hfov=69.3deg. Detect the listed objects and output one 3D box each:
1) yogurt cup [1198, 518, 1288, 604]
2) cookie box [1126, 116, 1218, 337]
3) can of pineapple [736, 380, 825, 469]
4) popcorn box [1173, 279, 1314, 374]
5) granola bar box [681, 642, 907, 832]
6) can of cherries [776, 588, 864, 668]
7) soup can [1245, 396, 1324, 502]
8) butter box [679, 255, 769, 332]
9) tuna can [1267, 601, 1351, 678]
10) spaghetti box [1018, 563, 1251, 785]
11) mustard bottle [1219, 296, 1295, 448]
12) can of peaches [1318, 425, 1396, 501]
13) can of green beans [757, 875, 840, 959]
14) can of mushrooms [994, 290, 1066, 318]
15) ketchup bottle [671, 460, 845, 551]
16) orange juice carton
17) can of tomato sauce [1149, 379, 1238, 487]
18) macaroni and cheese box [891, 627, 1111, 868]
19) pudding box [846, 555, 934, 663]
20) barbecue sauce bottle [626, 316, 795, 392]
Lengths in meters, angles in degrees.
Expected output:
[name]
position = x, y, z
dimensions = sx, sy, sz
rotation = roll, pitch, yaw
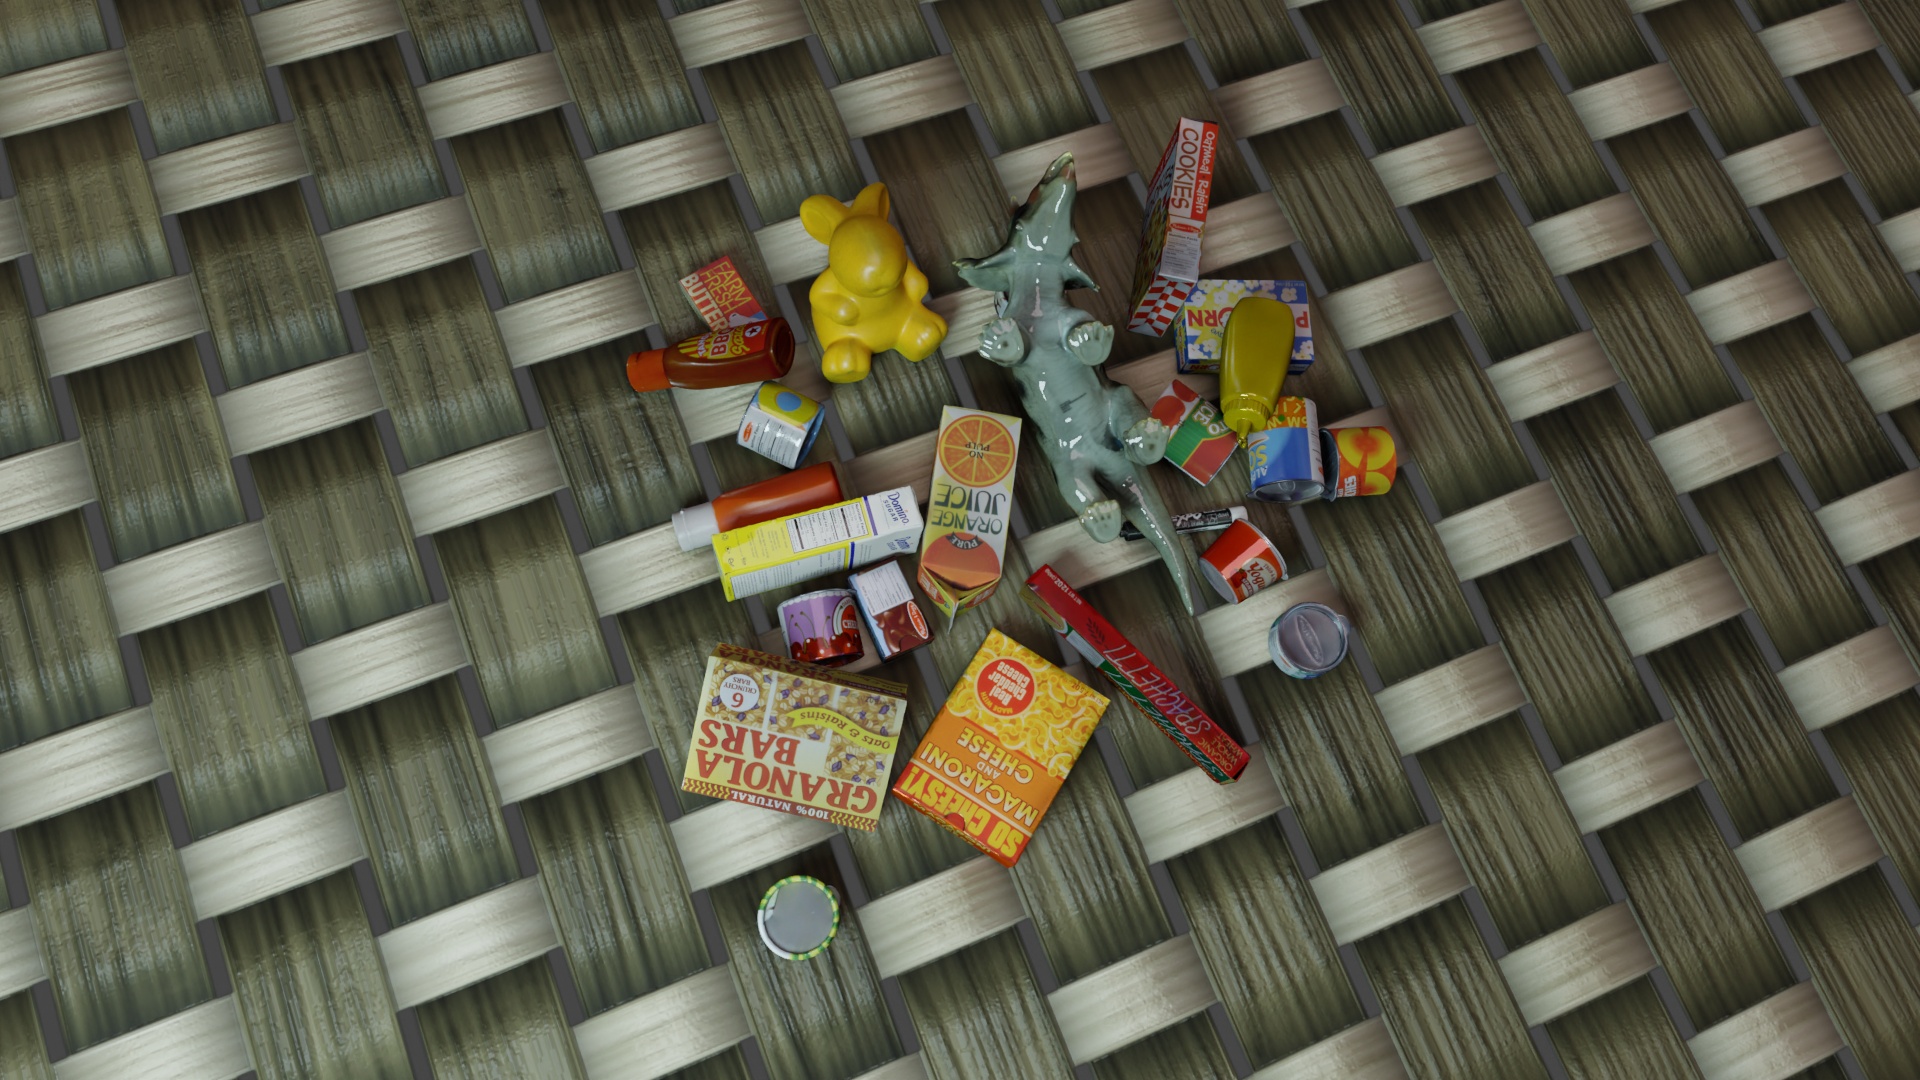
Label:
[yogurt cup]
position = 0.253, 0.021, 1.259
dimensions = 0.054, 0.072, 0.072
rotation = -38, 81, -7
[cookie box]
position = 0.201, -0.295, 1.314
dimensions = 0.040, 0.122, 0.168
rotation = 12, 73, -4
[can of pineapple]
position = -0.160, -0.105, 1.250
dimensions = 0.058, 0.071, 0.071
rotation = 26, 73, 1
[popcorn box]
position = 0.272, -0.206, 1.340
dimensions = 0.127, 0.038, 0.085
rotation = 0, 74, -6
[granola bar box]
position = -0.137, 0.164, 1.159
dimensions = 0.166, 0.039, 0.124
rotation = 13, 104, -2
[can of cherries]
position = -0.118, 0.078, 1.198
dimensions = 0.071, 0.071, 0.058
rotation = -11, 76, -9
[soup can]
position = 0.299, -0.084, 1.294
dimensions = 0.071, 0.071, 0.084
rotation = 0, 73, -6
[butter box]
position = -0.214, -0.211, 1.296
dimensions = 0.053, 0.024, 0.103
rotation = -31, 79, -13
[tuna can]
position = 0.317, 0.090, 1.261
dimensions = 0.071, 0.032, 0.071
rotation = 2, 74, -6
[spaghetti box]
position = 0.152, 0.119, 1.226
dimensions = 0.250, 0.050, 0.029
rotation = 43, 76, 7
[mustard bottle]
position = 0.264, -0.148, 1.263
dimensions = 0.065, 0.048, 0.161
rotation = 12, 61, 8
[can of peaches]
position = 0.367, -0.072, 1.297
dimensions = 0.058, 0.071, 0.071
rotation = -4, 75, -8
[can of green beans]
position = -0.132, 0.308, 1.135
dimensions = 0.071, 0.057, 0.071
rotation = 2, 74, -6
[can of mushrooms]
position = 0.067, -0.237, 1.330
dimensions = 0.071, 0.033, 0.071
rotation = 1, 74, -5
[ketchup bottle]
position = -0.178, -0.029, 1.229
dimensions = 0.149, 0.065, 0.043
rotation = -17, 108, -3
[orange juice carton]
position = 0.004, -0.016, 1.238
dimensions = 0.073, 0.071, 0.193
rotation = 9, 73, -3
[can of tomato sauce]
position = 0.214, -0.102, 1.287
dimensions = 0.083, 0.071, 0.071
rotation = 37, 74, 5
[macaroni and cheese box]
position = 0.035, 0.178, 1.201
dimensions = 0.124, 0.040, 0.167
rotation = 31, 73, 4
[pudding box]
position = -0.063, 0.062, 1.229
dimensions = 0.050, 0.030, 0.084
rotation = -23, 78, -13
[barbecue sauce bottle]
position = -0.225, -0.161, 1.245
dimensions = 0.148, 0.043, 0.065
rotation = -8, 41, 17
